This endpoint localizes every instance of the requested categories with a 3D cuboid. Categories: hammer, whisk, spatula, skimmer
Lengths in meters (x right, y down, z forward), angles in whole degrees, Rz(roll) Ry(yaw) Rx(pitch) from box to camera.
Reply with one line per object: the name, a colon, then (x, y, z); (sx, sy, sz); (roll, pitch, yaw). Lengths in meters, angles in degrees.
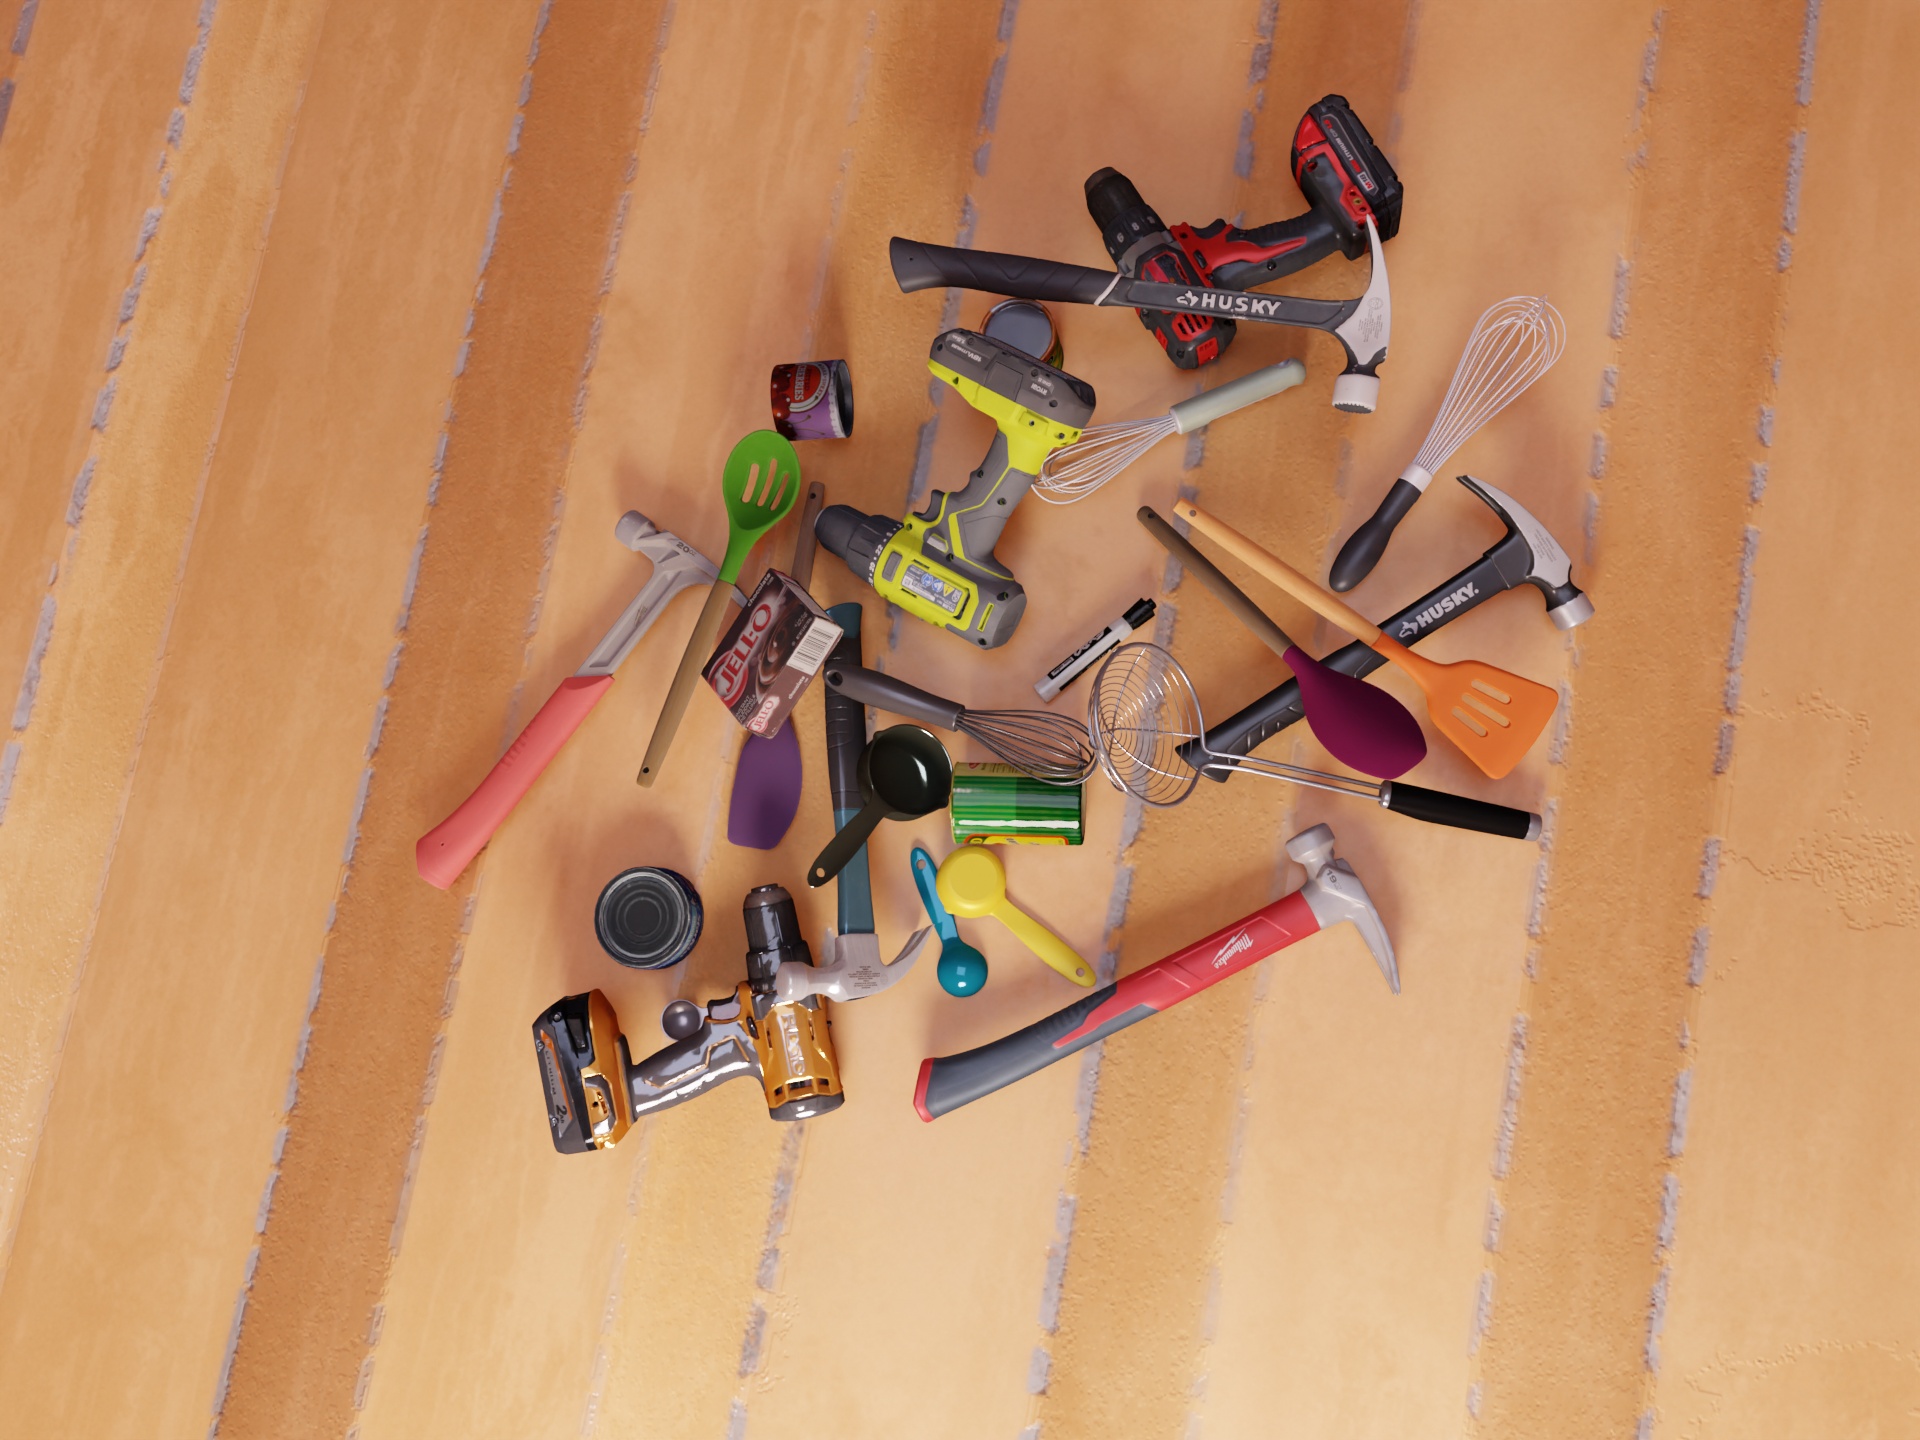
hammer: (-0.091, 0.060, 1.286); (0.128, 0.033, 0.331); (5, 71, -28)
whisk: (-0.002, -0.005, 1.251); (0.239, 0.055, 0.055); (19, 84, 16)
hammer: (-0.332, -0.001, 1.356); (0.149, 0.036, 0.359); (37, 88, 13)
spatula: (0.299, -0.076, 1.214); (0.322, 0.041, 0.081); (34, 97, 0)
whisk: (0.382, -0.220, 1.269); (0.070, 0.070, 0.284); (36, 93, 13)
hammer: (0.317, -0.057, 1.253); (0.335, 0.035, 0.146); (-33, 93, 6)
skimmer: (0.270, 0.032, 1.200); (0.363, 0.090, 0.127); (13, 65, 0)
hammer: (0.139, -0.348, 1.273); (0.409, 0.036, 0.149); (10, 92, 10)
hammer: (0.145, 0.228, 1.235); (0.386, 0.038, 0.143); (-27, 79, 1)
whisk: (0.171, -0.244, 1.316); (0.246, 0.058, 0.059); (-22, 113, 2)
spatula: (-0.145, -0.048, 1.343); (0.060, 0.018, 0.316); (7, 83, 12)

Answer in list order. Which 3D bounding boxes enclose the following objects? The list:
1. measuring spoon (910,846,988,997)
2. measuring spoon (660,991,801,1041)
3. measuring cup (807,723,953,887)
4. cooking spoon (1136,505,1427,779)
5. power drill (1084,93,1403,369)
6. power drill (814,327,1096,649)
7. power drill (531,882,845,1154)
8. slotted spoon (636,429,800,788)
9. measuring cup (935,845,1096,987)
measuring spoon: (-0.016, 0.162, 1.286); (0.042, 0.021, 0.129); (-23, 78, 5)
measuring spoon: (-0.184, 0.238, 1.307); (0.124, 0.018, 0.034); (-11, 80, 0)
measuring cup: (-0.073, 0.073, 1.251); (0.083, 0.038, 0.168); (45, 60, -8)
cooking spoon: (0.239, -0.070, 1.237); (0.069, 0.017, 0.319); (-34, 58, -11)
power drill: (0.229, -0.420, 1.318); (0.226, 0.080, 0.188); (-30, 78, 6)
power drill: (-0.007, -0.195, 1.290); (0.191, 0.080, 0.228); (30, 108, 18)
power drill: (-0.216, 0.237, 1.258); (0.226, 0.084, 0.185); (-11, 88, -3)
slotted spoon: (-0.207, -0.092, 1.322); (0.070, 0.031, 0.314); (20, 85, 15)
measuring cup: (0.047, 0.159, 1.269); (0.156, 0.029, 0.062); (38, 74, 10)
